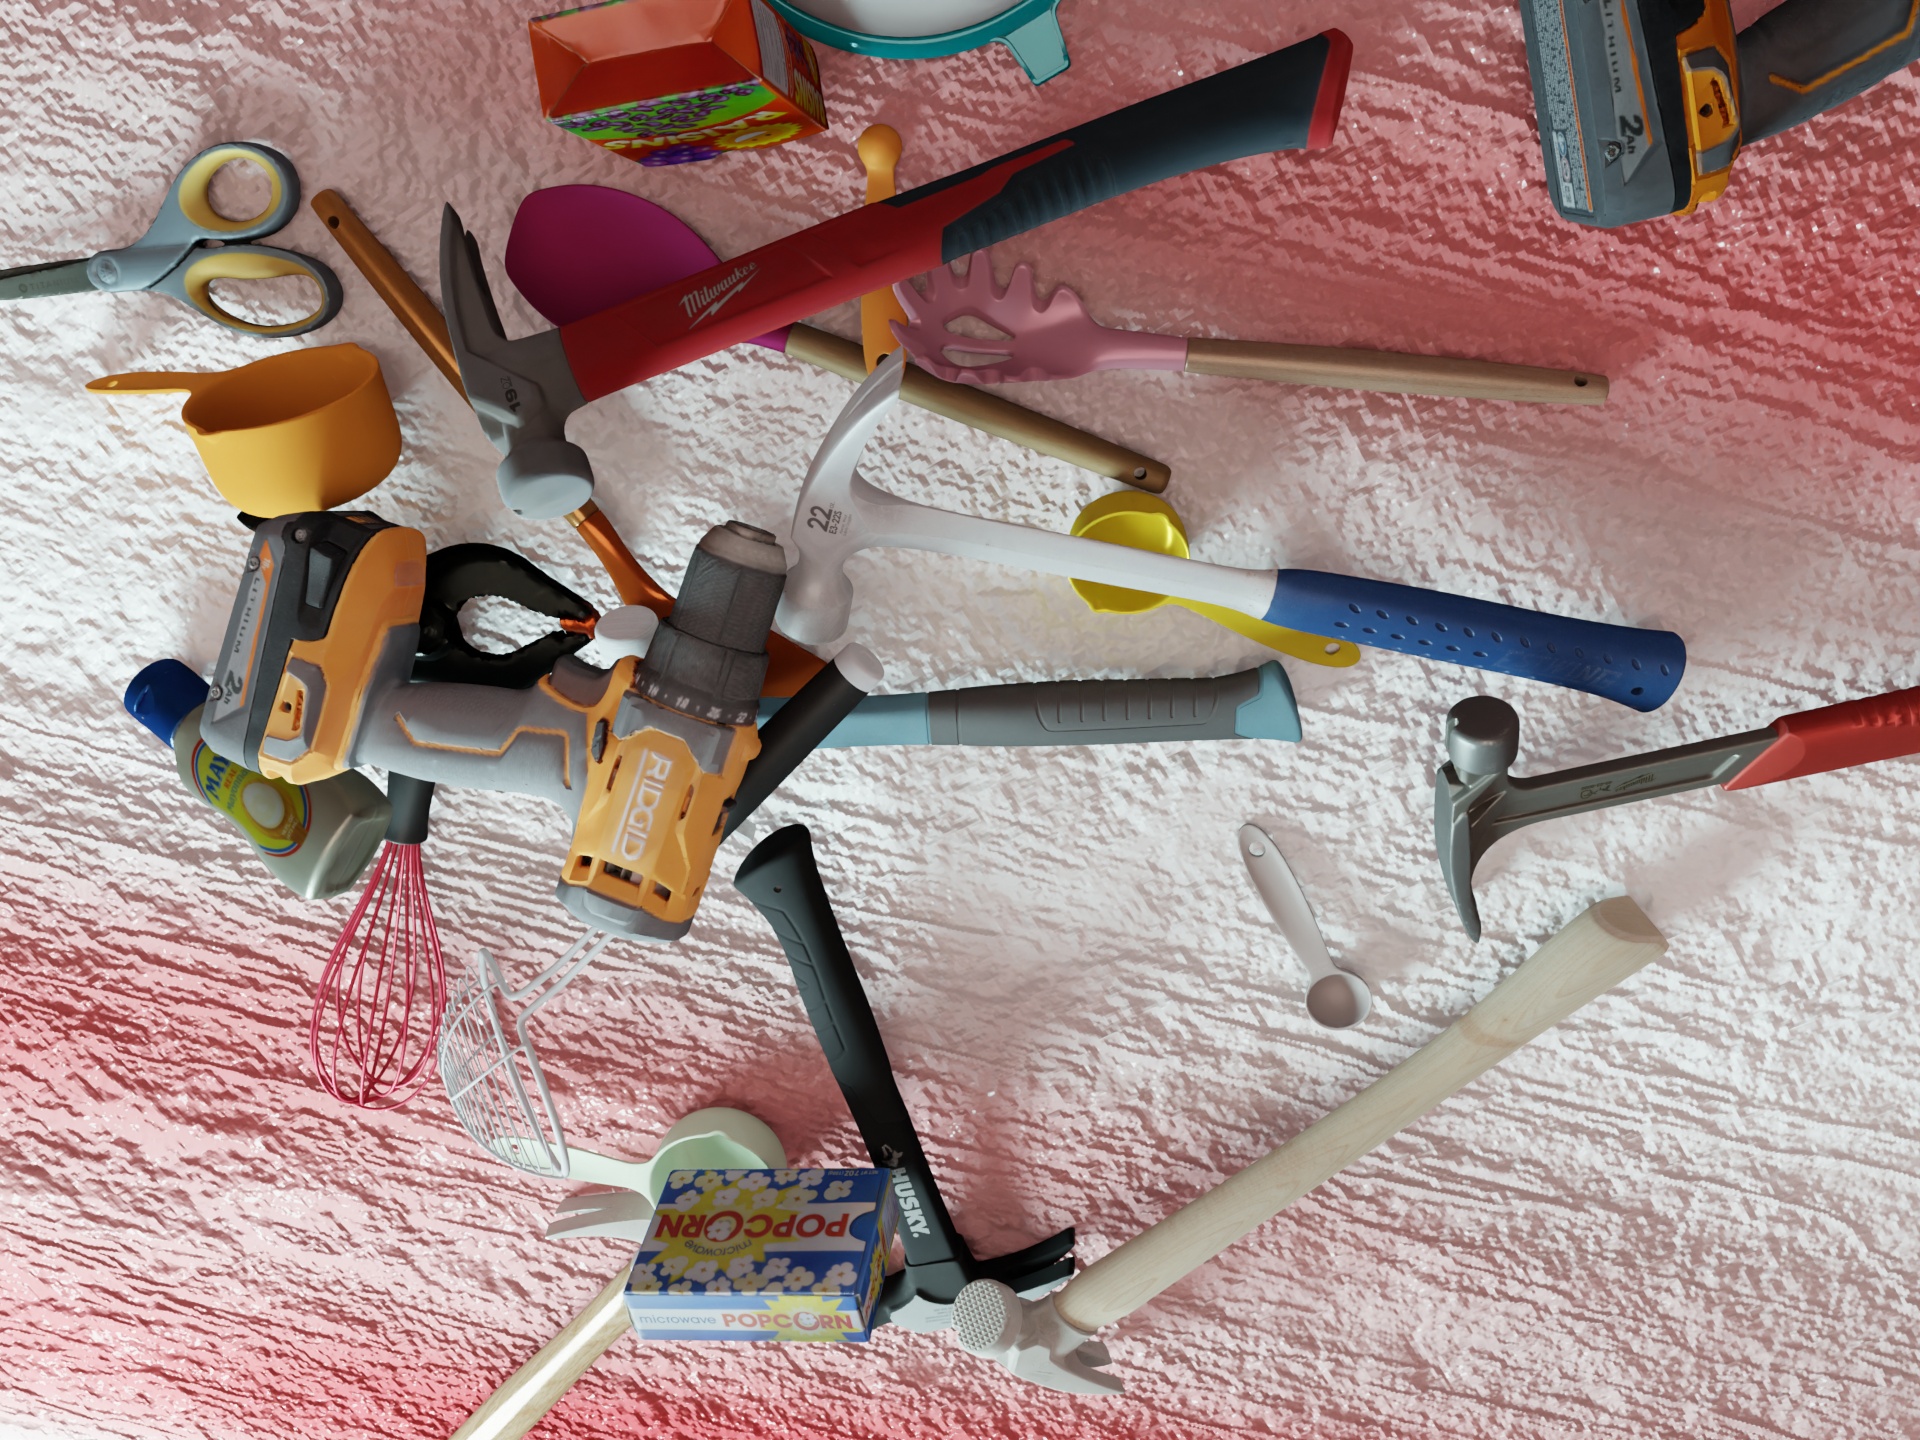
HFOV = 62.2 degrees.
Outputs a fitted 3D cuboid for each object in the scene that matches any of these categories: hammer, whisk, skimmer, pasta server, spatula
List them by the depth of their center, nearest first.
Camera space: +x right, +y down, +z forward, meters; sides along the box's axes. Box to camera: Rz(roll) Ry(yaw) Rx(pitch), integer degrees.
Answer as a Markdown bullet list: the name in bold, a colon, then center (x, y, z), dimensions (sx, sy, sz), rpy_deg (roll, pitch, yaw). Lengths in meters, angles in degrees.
- **hammer**: center (-0.027, -0.215, 0.663), dimensions (0.386, 0.038, 0.143), rpy_deg (-21, 73, 1)
- **pasta server**: center (0.127, -0.162, 0.699), dimensions (0.316, 0.040, 0.060), rpy_deg (5, 77, 2)
- **hammer**: center (0.128, -0.062, 0.704), dimensions (0.405, 0.035, 0.144), rpy_deg (10, 133, -8)
- **hammer**: center (0.401, 0.014, 0.731), dimensions (0.359, 0.037, 0.149), rpy_deg (-13, 134, 5)
- **spatula**: center (-0.191, -0.117, 0.759), dimensions (0.081, 0.041, 0.322), rpy_deg (-35, 101, 19)
- **hammer**: center (-0.001, -0.002, 0.768), dimensions (0.331, 0.033, 0.128), rpy_deg (-2, 129, 3)
- **skimmer**: center (-0.146, 0.095, 0.791), dimensions (0.363, 0.090, 0.127), rpy_deg (-44, 60, 20)
- **whisk**: center (-0.294, 0.078, 0.832), dimensions (0.073, 0.073, 0.295), rpy_deg (14, 107, 0)
- **hammer**: center (0.192, 0.230, 0.839), dimensions (0.410, 0.038, 0.146), rpy_deg (-39, 134, 13)
- **hammer**: center (-0.042, 0.199, 0.849), dimensions (0.146, 0.035, 0.334), rpy_deg (-12, 117, 11)
- **hammer**: center (-0.256, 0.401, 0.972), dimensions (0.130, 0.031, 0.331), rpy_deg (40, 111, -11)

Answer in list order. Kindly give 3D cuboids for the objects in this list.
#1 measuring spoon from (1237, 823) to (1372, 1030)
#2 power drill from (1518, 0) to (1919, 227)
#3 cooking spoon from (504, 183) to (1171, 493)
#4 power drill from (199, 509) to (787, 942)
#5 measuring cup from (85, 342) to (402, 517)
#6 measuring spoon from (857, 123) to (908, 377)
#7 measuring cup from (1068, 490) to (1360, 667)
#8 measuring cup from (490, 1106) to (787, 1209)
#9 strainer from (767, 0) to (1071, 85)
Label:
- **measuring spoon**: center (0.174, 0.104, 0.819), dimensions (0.034, 0.018, 0.124), rpy_deg (-26, 100, 16)
- **power drill**: center (0.338, -0.291, 0.603), dimensions (0.226, 0.084, 0.164), rpy_deg (-15, 110, 7)
- **cooking spoon**: center (-0.054, -0.165, 0.726), dimensions (0.319, 0.017, 0.068), rpy_deg (21, 102, -3)
- **power drill**: center (-0.194, -0.025, 0.695), dimensions (0.226, 0.084, 0.185), rpy_deg (21, 99, 4)
- **measuring cup**: center (-0.340, -0.135, 0.745), dimensions (0.174, 0.095, 0.052), rpy_deg (8, 129, 25)
- **measuring spoon**: center (-0.034, -0.202, 0.702), dimensions (0.021, 0.011, 0.117), rpy_deg (-1, 102, 1)
- **measuring cup**: center (0.121, -0.063, 0.751), dimensions (0.156, 0.029, 0.062), rpy_deg (21, 128, -17)
- **measuring cup**: center (-0.179, 0.246, 0.899), dimensions (0.167, 0.038, 0.083), rpy_deg (10, 113, 4)
- **strainer**: center (-0.088, -0.381, 0.599), dimensions (0.340, 0.095, 0.211), rpy_deg (15, 113, -2)
